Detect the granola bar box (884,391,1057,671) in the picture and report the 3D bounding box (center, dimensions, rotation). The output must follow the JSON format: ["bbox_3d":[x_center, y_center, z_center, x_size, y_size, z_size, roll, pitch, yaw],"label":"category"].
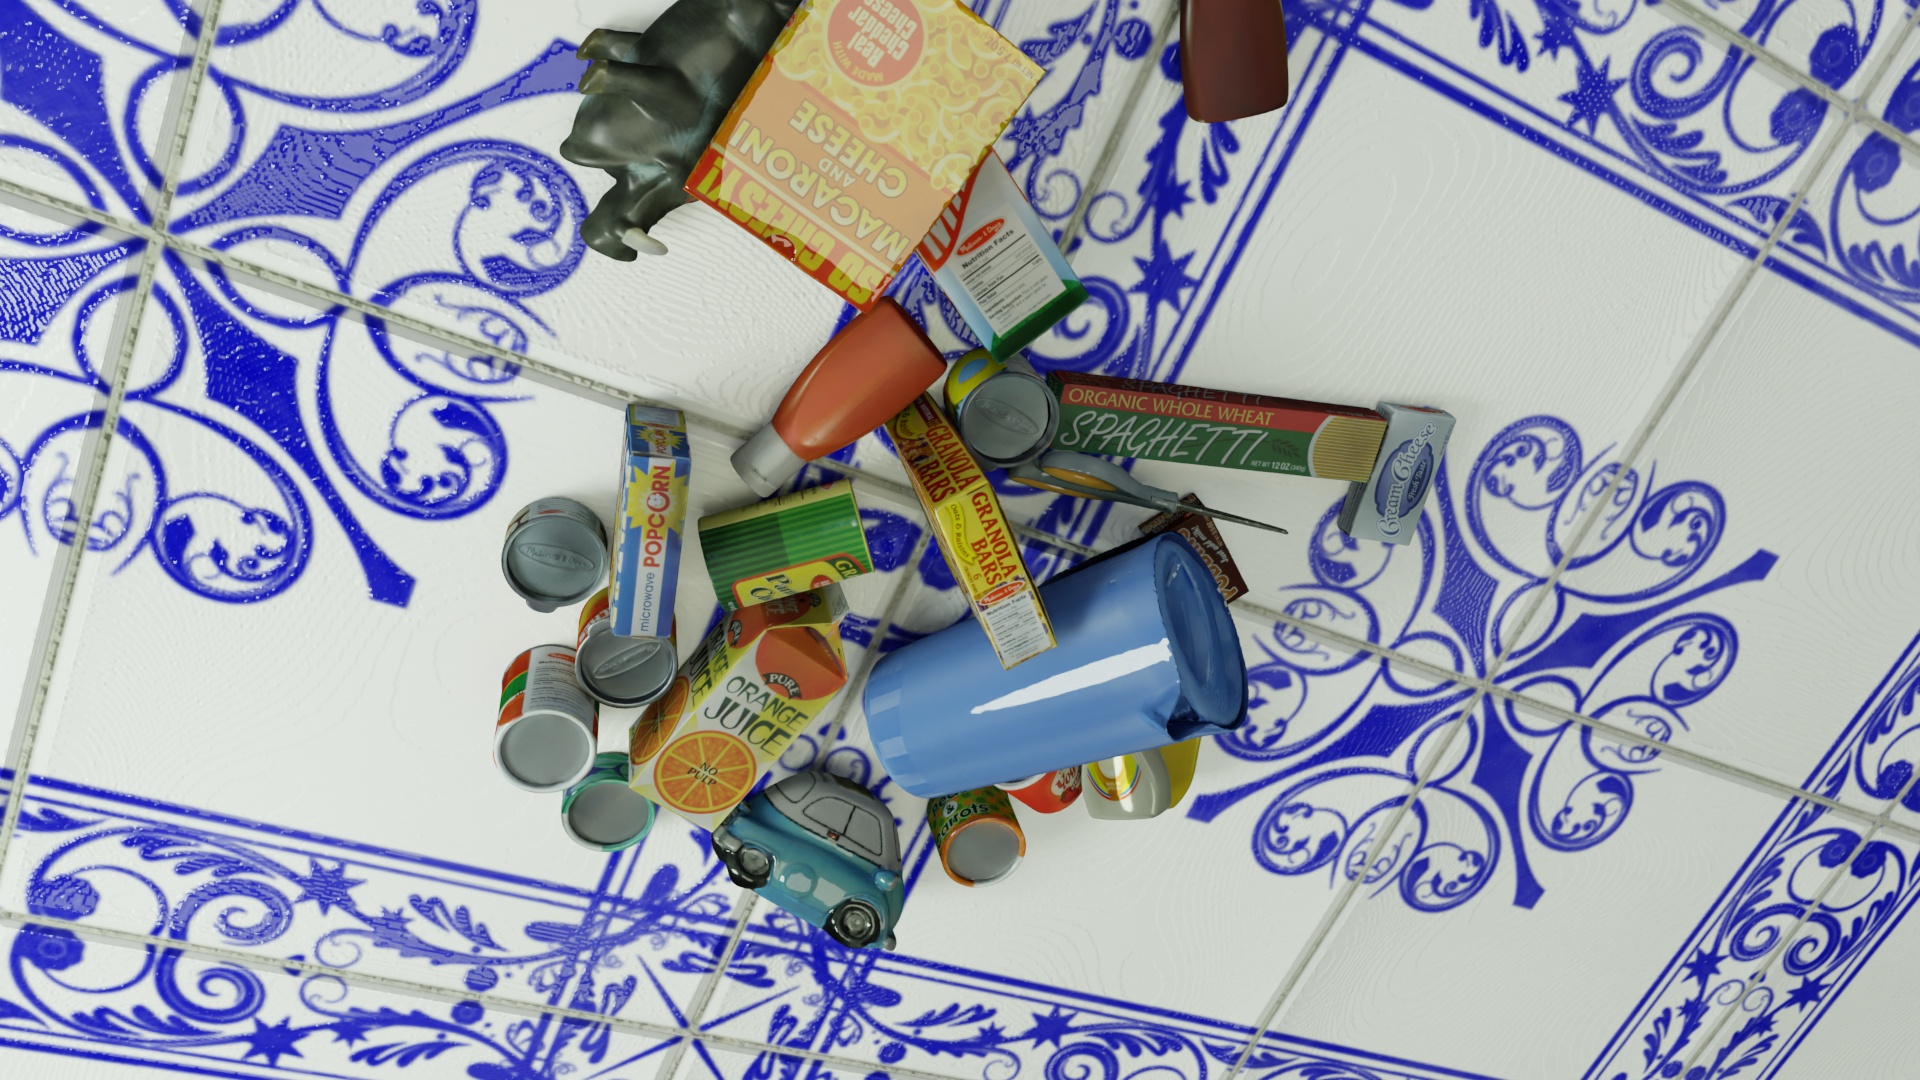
[{"bbox_3d":[0.003,-0.011,0.884,0.039,0.166,0.123,-25,119,-3],"label":"granola bar box"}]

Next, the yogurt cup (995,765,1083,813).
[{"bbox_3d":[0.059,0.169,1.043,0.072,0.073,0.053,-38,126,6],"label":"yogurt cup"}]

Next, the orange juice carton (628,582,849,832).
[{"bbox_3d":[-0.143,0.100,0.956,0.073,0.072,0.192,36,103,-26],"label":"orange juice carton"}]

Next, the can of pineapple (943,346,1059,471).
[{"bbox_3d":[0.024,-0.088,0.913,0.071,0.058,0.070,-5,116,-11],"label":"can of pineapple"}]

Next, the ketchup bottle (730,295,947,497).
[{"bbox_3d":[-0.082,-0.088,0.895,0.148,0.044,0.064,-40,109,7],"label":"ketchup bottle"}]

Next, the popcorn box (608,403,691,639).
[{"bbox_3d":[-0.198,-0.012,0.881,0.038,0.085,0.126,5,114,-17],"label":"popcorn box"}]

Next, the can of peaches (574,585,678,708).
[{"bbox_3d":[-0.224,0.067,0.929,0.071,0.058,0.071,-5,116,-10],"label":"can of peaches"}]

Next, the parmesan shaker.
[{"bbox_3d":[-0.115,0.003,0.920,0.103,0.071,0.071,-16,118,-3],"label":"parmesan shaker"}]

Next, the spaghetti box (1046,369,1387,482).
[{"bbox_3d":[0.177,-0.079,0.971,0.250,0.029,0.050,5,113,-16],"label":"spaghetti box"}]

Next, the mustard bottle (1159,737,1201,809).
[{"bbox_3d":[0.155,0.129,1.054,0.065,0.049,0.159,5,113,-15],"label":"mustard bottle"}]

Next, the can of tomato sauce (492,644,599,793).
[{"bbox_3d":[-0.275,0.120,0.927,0.071,0.083,0.071,-5,116,-11],"label":"can of tomato sauce"}]

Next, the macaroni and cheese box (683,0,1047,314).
[{"bbox_3d":[-0.054,-0.226,0.756,0.123,0.040,0.166,33,105,-19],"label":"macaroni and cheese box"}]

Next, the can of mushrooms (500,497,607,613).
[{"bbox_3d":[-0.264,0.009,0.905,0.071,0.033,0.070,-6,116,-12],"label":"can of mushrooms"}]

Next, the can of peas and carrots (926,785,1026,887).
[{"bbox_3d":[0.010,0.219,1.057,0.071,0.059,0.070,-6,116,-11],"label":"can of peas and carrots"}]

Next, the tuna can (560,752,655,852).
[{"bbox_3d":[-0.249,0.187,0.994,0.071,0.033,0.070,-5,117,-10],"label":"tuna can"}]

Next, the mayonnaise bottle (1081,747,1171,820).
[{"bbox_3d":[0.112,0.128,1.018,0.064,0.041,0.148,-9,93,34],"label":"mayonnaise bottle"}]

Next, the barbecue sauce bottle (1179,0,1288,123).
[{"bbox_3d":[0.162,-0.332,0.837,0.065,0.044,0.147,-14,117,-7],"label":"barbecue sauce bottle"}]

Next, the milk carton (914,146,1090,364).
[{"bbox_3d":[-0.007,-0.208,0.840,0.073,0.072,0.190,-36,119,4],"label":"milk carton"}]

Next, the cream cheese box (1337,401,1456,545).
[{"bbox_3d":[0.320,-0.049,1.022,0.053,0.024,0.103,7,113,-15],"label":"cream cheese box"}]

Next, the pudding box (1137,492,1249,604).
[{"bbox_3d":[0.170,0.013,1.012,0.049,0.030,0.083,-31,118,3],"label":"pudding box"}]
